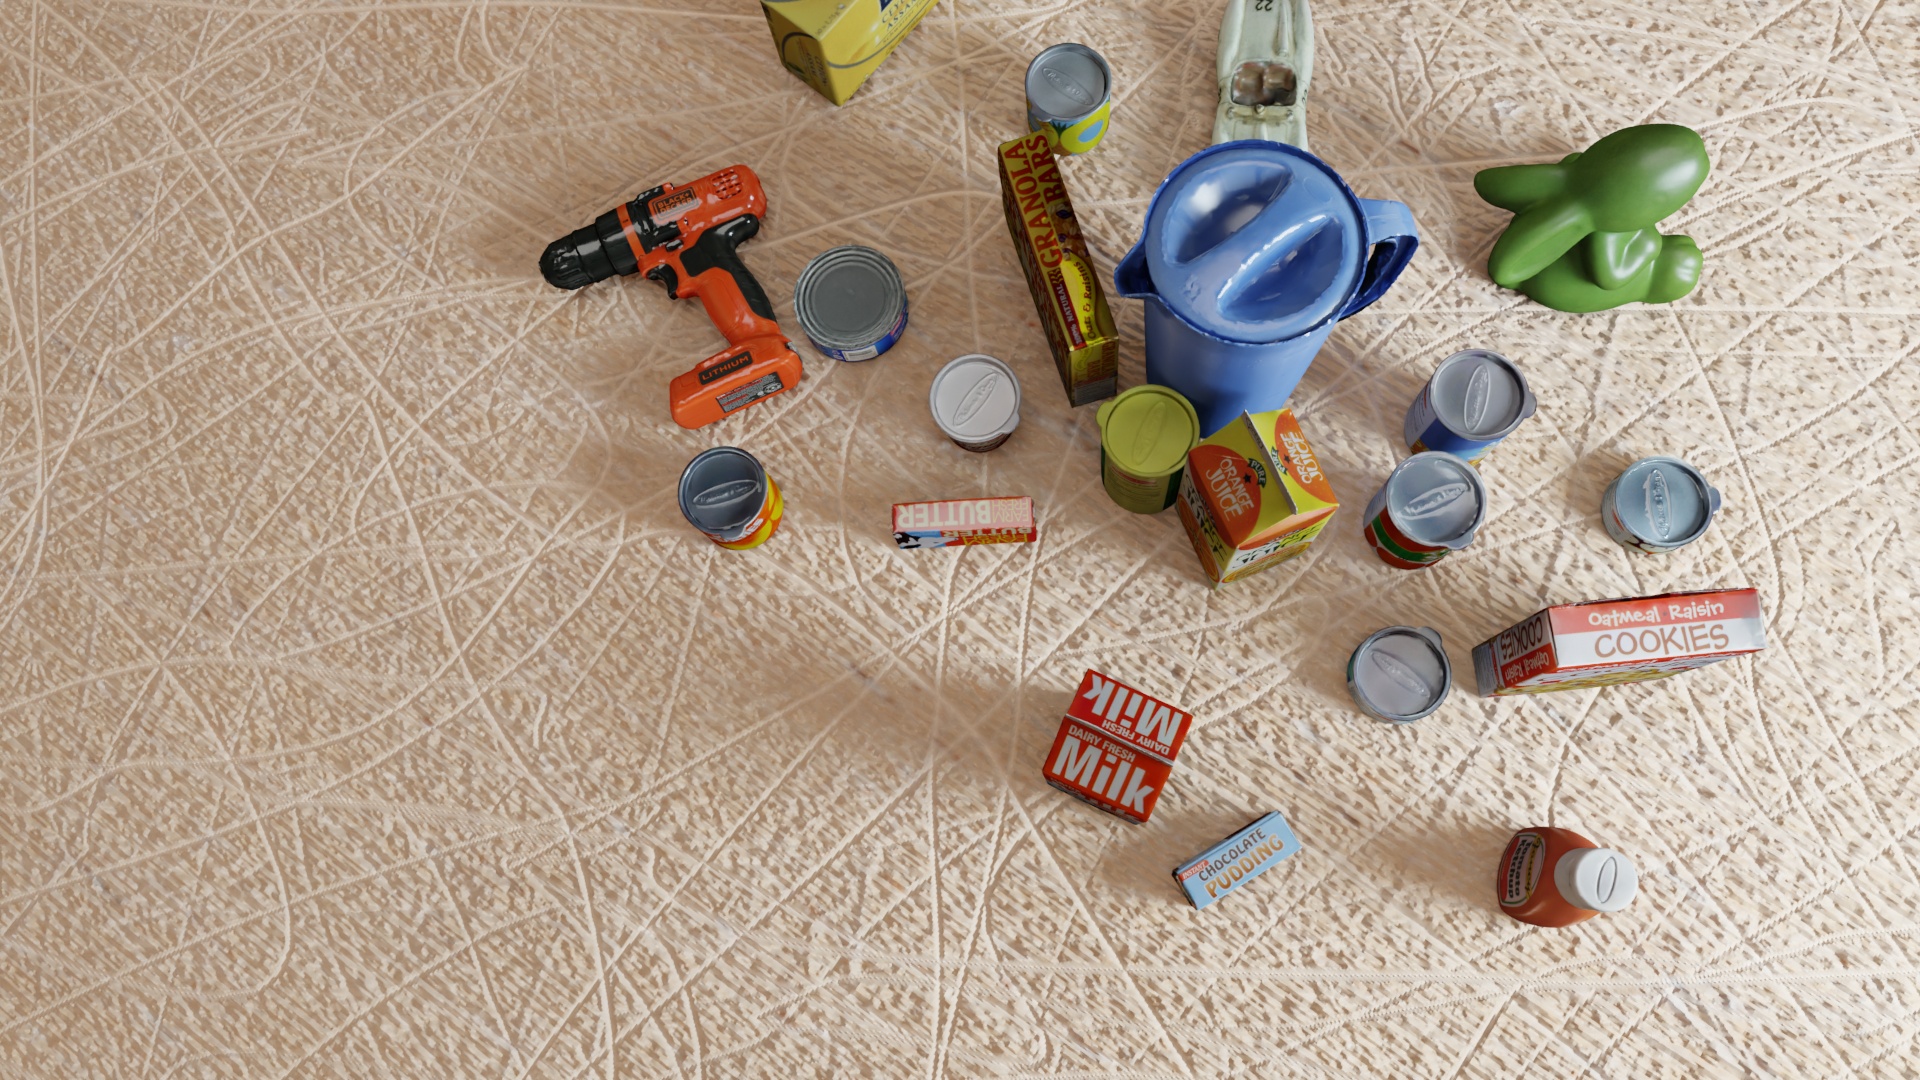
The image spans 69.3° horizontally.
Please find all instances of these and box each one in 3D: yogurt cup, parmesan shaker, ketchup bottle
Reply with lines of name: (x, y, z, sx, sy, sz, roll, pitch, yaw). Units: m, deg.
yogurt cup: (0.013, -0.098, 1.027, 0.072, 0.054, 0.072, -1, 77, 5)
parmesan shaker: (0.130, -0.064, 0.983, 0.071, 0.103, 0.071, -1, 77, 5)
ketchup bottle: (0.380, 0.212, 0.872, 0.043, 0.148, 0.065, 17, 79, 9)

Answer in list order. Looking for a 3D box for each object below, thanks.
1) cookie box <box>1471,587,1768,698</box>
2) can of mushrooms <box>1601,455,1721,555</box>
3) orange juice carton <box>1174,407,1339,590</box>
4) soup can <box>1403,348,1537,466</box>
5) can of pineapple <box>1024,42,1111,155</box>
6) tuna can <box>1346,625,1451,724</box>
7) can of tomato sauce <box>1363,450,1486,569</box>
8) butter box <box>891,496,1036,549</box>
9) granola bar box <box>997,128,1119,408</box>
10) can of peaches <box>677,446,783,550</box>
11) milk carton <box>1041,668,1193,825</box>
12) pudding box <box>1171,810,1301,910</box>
cookie box: (0.415, 0.068, 0.893, 0.123, 0.167, 0.040, -6, 77, 4)
can of mushrooms: (0.492, -0.024, 0.977, 0.071, 0.033, 0.071, -1, 77, 5)
orange juice carton: (0.194, -0.028, 0.922, 0.073, 0.192, 0.072, -23, 76, 0)
soup can: (0.357, -0.089, 0.979, 0.071, 0.083, 0.071, -1, 77, 5)
can of pineapple: (0.082, -0.340, 1.076, 0.071, 0.057, 0.071, -1, 77, 5)
tuna can: (0.306, 0.092, 0.966, 0.071, 0.032, 0.071, -1, 77, 5)
can of tomato sauce: (0.322, -0.018, 0.965, 0.071, 0.083, 0.071, -1, 77, 5)
butter box: (0.004, -0.013, 1.008, 0.103, 0.053, 0.024, -3, 77, 4)
granola bar box: (0.071, -0.193, 1.008, 0.039, 0.124, 0.166, -18, 76, 1)
can of peaches: (-0.168, -0.028, 1.024, 0.071, 0.058, 0.071, -1, 77, 5)
milk carton: (0.099, 0.135, 0.893, 0.072, 0.190, 0.073, 24, 80, 10)
pudding box: (0.186, 0.216, 0.939, 0.084, 0.049, 0.030, -31, 76, -2)
